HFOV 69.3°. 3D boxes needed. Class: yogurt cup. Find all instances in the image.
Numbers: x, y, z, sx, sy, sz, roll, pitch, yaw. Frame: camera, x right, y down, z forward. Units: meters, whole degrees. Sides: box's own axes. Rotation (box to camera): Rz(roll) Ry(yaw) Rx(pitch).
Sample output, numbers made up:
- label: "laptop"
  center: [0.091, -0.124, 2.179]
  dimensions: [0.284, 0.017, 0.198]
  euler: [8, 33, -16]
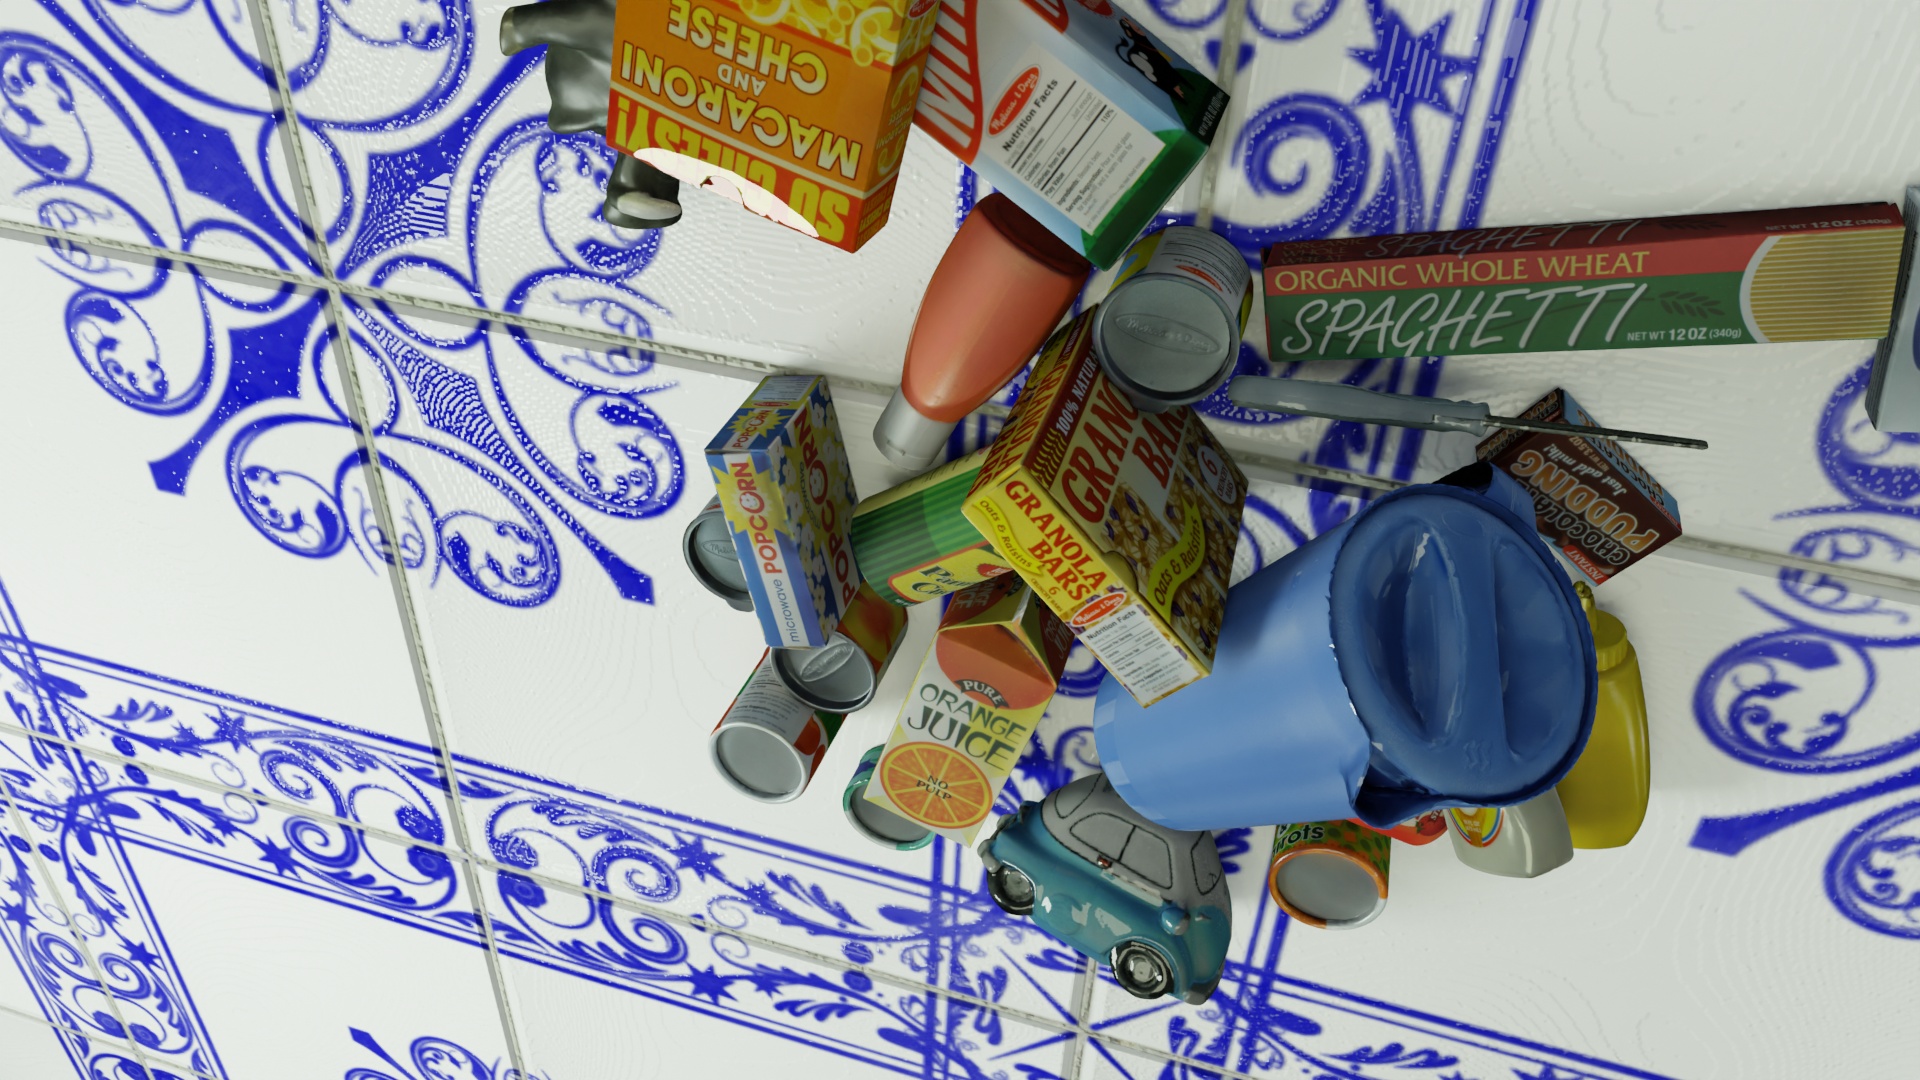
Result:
- label: "yogurt cup"
  center: [0.235, 0.129, 0.750]
  dimensions: [0.054, 0.073, 0.072]
  euler: [30, 129, -12]

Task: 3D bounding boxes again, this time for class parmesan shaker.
- label: "parmesan shaker"
  center: [0.003, -0.009, 0.738]
  dimensions: [0.103, 0.072, 0.071]
  euler: [-22, 114, 34]

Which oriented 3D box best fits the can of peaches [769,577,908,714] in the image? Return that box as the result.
- label: "can of peaches"
  center: [-0.072, 0.057, 0.815]
  dimensions: [0.071, 0.058, 0.071]
  euler: [10, 126, 14]

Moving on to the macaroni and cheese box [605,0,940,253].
- label: "macaroni and cheese box"
  center: [-0.074, -0.212, 0.547]
  dimensions: [0.124, 0.040, 0.165]
  euler: [25, 130, 9]

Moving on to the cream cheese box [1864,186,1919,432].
- label: "cream cheese box"
  center: [0.404, -0.092, 0.557]
  dimensions: [0.053, 0.024, 0.103]
  euler: [2, 124, 21]

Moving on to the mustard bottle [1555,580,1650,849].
- label: "mustard bottle"
  center: [0.313, 0.084, 0.698]
  dimensions: [0.065, 0.049, 0.159]
  euler: [0, 123, 21]

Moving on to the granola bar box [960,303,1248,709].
- label: "granola bar box"
  center: [0.074, -0.022, 0.638]
  dimensions: [0.039, 0.166, 0.124]
  euler: [-34, 107, 32]

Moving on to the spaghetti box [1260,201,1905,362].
- label: "spaghetti box"
  center: [0.256, -0.108, 0.598]
  dimensions: [0.250, 0.029, 0.050]
  euler: [0, 122, 20]

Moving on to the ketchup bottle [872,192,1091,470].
- label: "ketchup bottle"
  center: [0.002, -0.097, 0.690]
  dimensions: [0.065, 0.044, 0.148]
  euler: [38, 128, 3]

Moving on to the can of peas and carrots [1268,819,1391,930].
- label: "can of peas and carrots"
  center: [0.210, 0.178, 0.795]
  dimensions: [0.071, 0.059, 0.070]
  euler: [9, 126, 14]

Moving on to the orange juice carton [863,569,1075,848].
- label: "orange juice carton"
  center: [0.013, 0.081, 0.792]
  dimensions: [0.073, 0.072, 0.191]
  euler: [25, 129, 2]

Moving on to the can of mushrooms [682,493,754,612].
- label: "can of mushrooms"
  center: [-0.126, 0.005, 0.815]
  dimensions: [0.071, 0.034, 0.070]
  euler: [9, 126, 13]

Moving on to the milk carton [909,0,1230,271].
- label: "milk carton"
  center: [0.015, -0.209, 0.589]
  dimensions: [0.190, 0.073, 0.073]
  euler: [36, 127, -7]

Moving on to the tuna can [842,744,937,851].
- label: "tuna can"
  center: [-0.039, 0.165, 0.895]
  dimensions: [0.071, 0.033, 0.070]
  euler: [10, 127, 14]

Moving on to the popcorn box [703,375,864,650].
- label: "popcorn box"
  center: [-0.090, -0.015, 0.754]
  dimensions: [0.038, 0.085, 0.126]
  euler: [-1, 123, 19]

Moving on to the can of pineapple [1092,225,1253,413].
- label: "can of pineapple"
  center: [0.098, -0.103, 0.641]
  dimensions: [0.071, 0.058, 0.070]
  euler: [10, 126, 14]

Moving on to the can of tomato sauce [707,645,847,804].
- label: "can of tomato sauce"
  center: [-0.108, 0.111, 0.850]
  dimensions: [0.071, 0.083, 0.070]
  euler: [10, 126, 14]

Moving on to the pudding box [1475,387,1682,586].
- label: "pudding box"
  center: [0.286, -0.024, 0.645]
  dimensions: [0.083, 0.030, 0.049]
  euler: [41, 128, -10]

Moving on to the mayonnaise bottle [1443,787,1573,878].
- label: "mayonnaise bottle"
  center: [0.257, 0.091, 0.694]
  dimensions: [0.064, 0.041, 0.148]
  euler: [167, 86, -71]
